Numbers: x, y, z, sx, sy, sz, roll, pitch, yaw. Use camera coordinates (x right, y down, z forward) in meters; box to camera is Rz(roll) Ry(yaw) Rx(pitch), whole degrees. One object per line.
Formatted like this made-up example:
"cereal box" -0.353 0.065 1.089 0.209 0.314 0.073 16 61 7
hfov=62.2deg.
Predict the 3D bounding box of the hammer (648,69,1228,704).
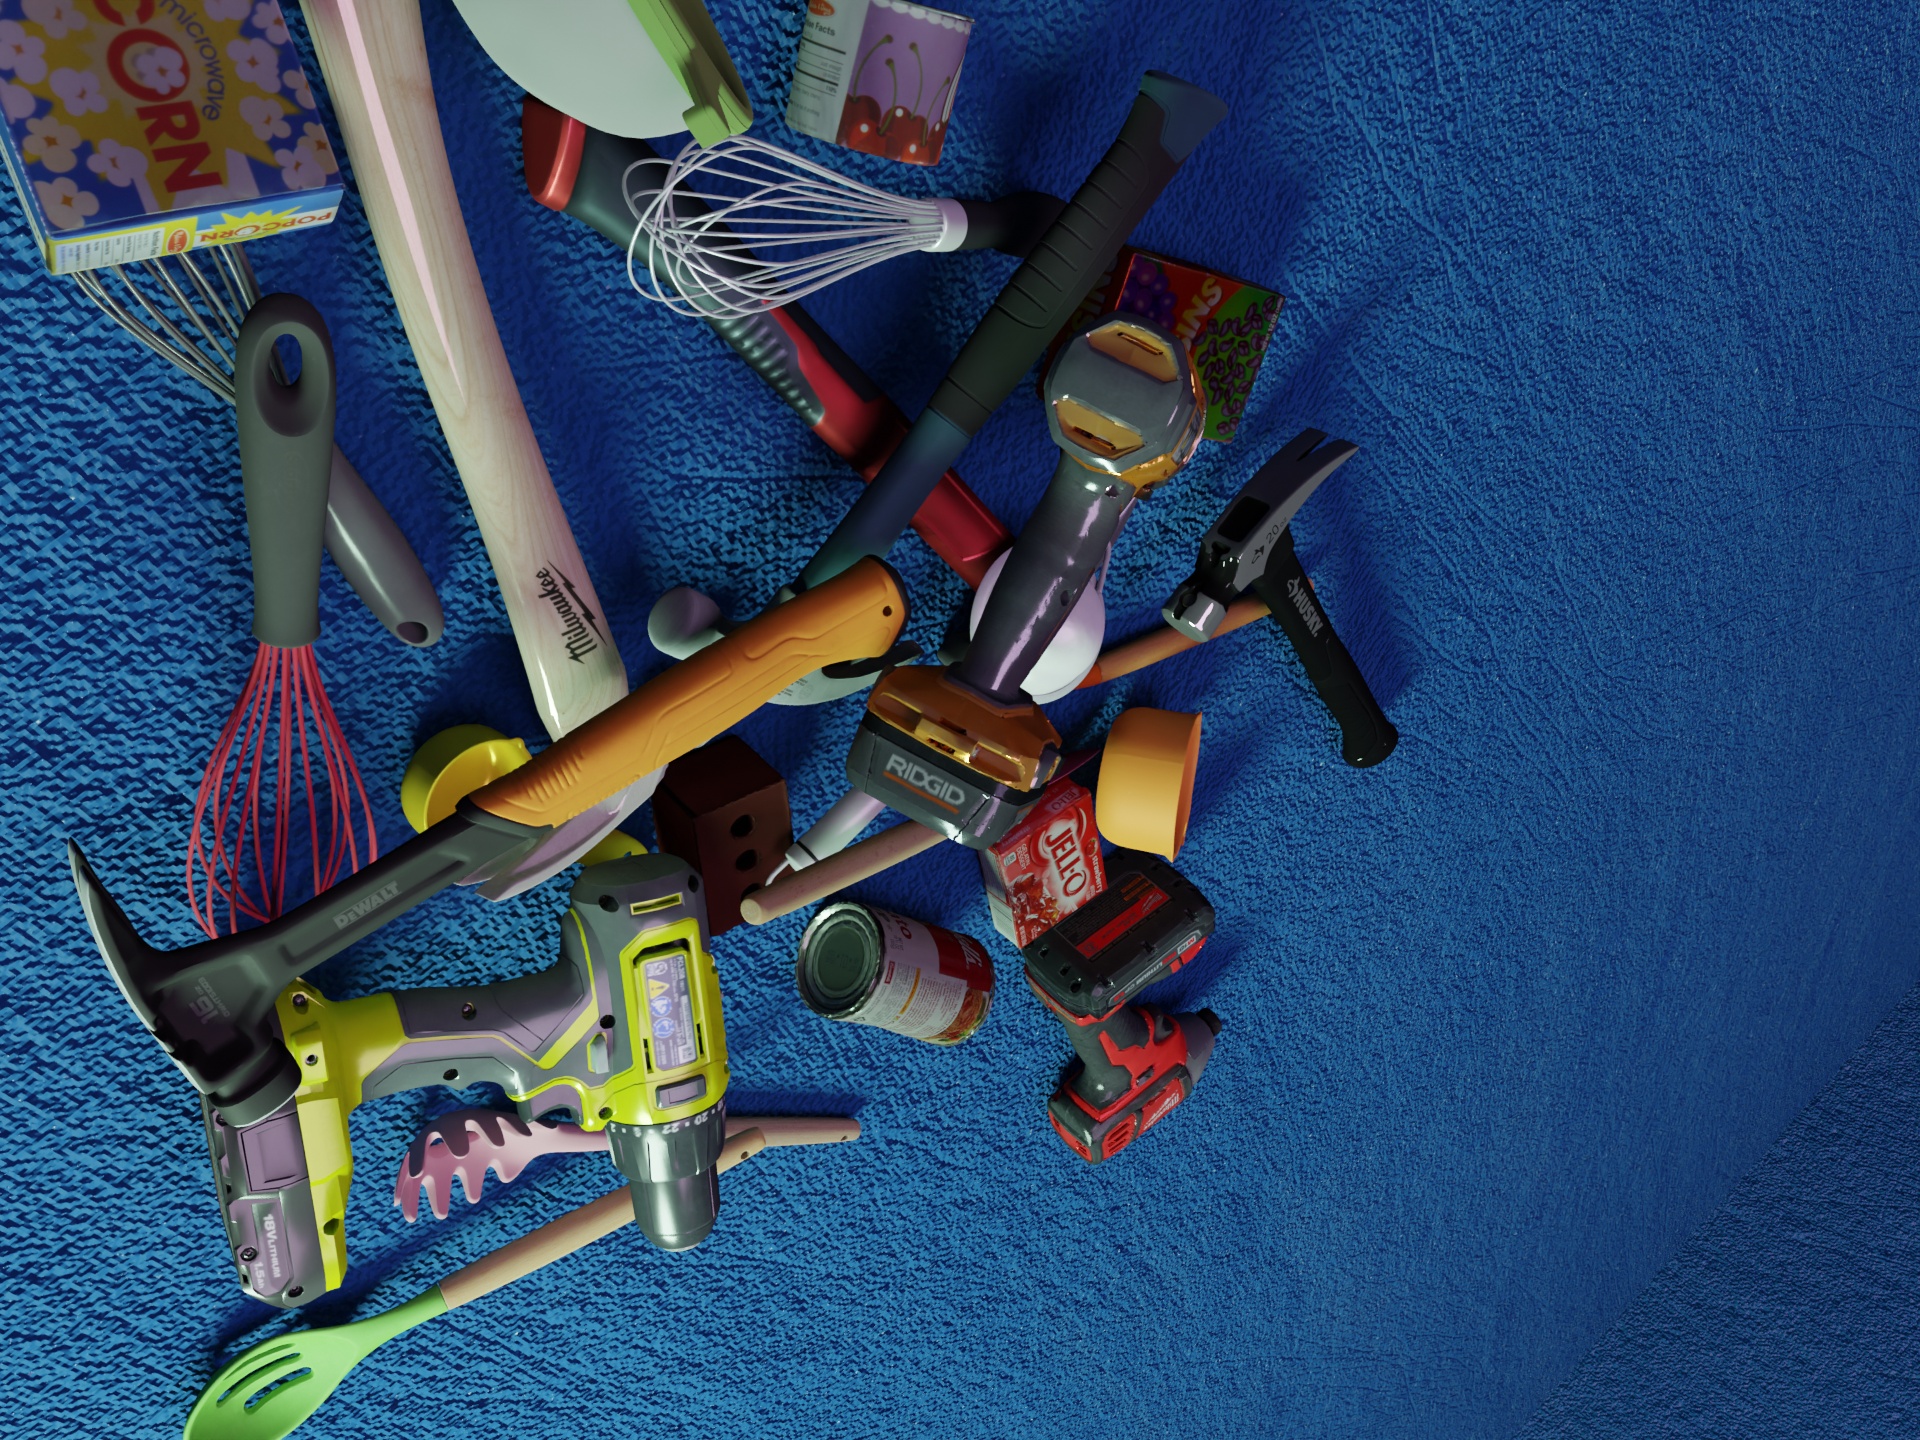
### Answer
"hammer" 0.003 -0.144 0.702 0.331 0.033 0.128 -53 141 8

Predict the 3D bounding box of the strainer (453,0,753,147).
"strainer" -0.158 -0.289 0.498 0.069 0.152 0.256 -28 118 8

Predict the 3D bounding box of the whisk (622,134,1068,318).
"whisk" -0.028 -0.206 0.659 0.284 0.070 0.070 -23 132 -51

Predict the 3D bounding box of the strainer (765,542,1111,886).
"strainer" -0.001 -0.003 0.799 0.258 0.050 0.086 -45 120 -11

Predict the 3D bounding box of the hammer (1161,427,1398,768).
"hammer" 0.232 -0.052 1.019 0.146 0.035 0.334 -55 144 -5

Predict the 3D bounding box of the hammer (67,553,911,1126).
"hammer" -0.162 0.018 0.627 0.337 0.034 0.127 -33 129 -22

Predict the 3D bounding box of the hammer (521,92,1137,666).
"hammer" -0.044 -0.156 0.726 0.143 0.038 0.385 -52 138 -3

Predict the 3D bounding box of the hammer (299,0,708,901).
"hammer" -0.189 -0.120 0.599 0.146 0.038 0.410 -45 139 -39

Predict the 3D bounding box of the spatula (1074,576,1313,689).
"spatula" 0.102 -0.029 0.937 0.322 0.041 0.081 -22 154 -32

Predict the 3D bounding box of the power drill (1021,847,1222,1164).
"power drill" 0.118 0.197 1.080 0.143 0.079 0.219 -33 137 -21

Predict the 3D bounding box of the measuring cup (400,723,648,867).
"measuring cup" -0.198 0.044 0.739 0.062 0.029 0.156 -59 150 -4

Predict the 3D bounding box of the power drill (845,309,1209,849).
"power drill" 0.043 -0.065 0.721 0.226 0.084 0.185 -64 172 9

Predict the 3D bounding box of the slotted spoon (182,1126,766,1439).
"slotted spoon" -0.245 0.289 0.832 0.313 0.031 0.070 -23 131 -22

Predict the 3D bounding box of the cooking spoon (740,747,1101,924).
"cooking spoon" -0.010 0.053 0.827 0.069 0.017 0.319 -31 175 32

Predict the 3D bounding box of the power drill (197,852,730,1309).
"power drill" -0.213 0.175 0.722 0.228 0.080 0.190 -11 103 -29

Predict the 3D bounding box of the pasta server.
"pasta server" -0.168 0.235 0.878 0.316 0.040 0.060 14 124 -47

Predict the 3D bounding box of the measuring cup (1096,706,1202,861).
"measuring cup" 0.118 0.048 0.999 0.173 0.052 0.095 67 35 -70

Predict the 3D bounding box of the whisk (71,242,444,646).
"whisk" -0.248 -0.108 0.574 0.055 0.055 0.238 -38 140 -16

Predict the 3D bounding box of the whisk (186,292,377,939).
"whisk" -0.252 -0.017 0.593 0.073 0.073 0.295 -12 131 -36
